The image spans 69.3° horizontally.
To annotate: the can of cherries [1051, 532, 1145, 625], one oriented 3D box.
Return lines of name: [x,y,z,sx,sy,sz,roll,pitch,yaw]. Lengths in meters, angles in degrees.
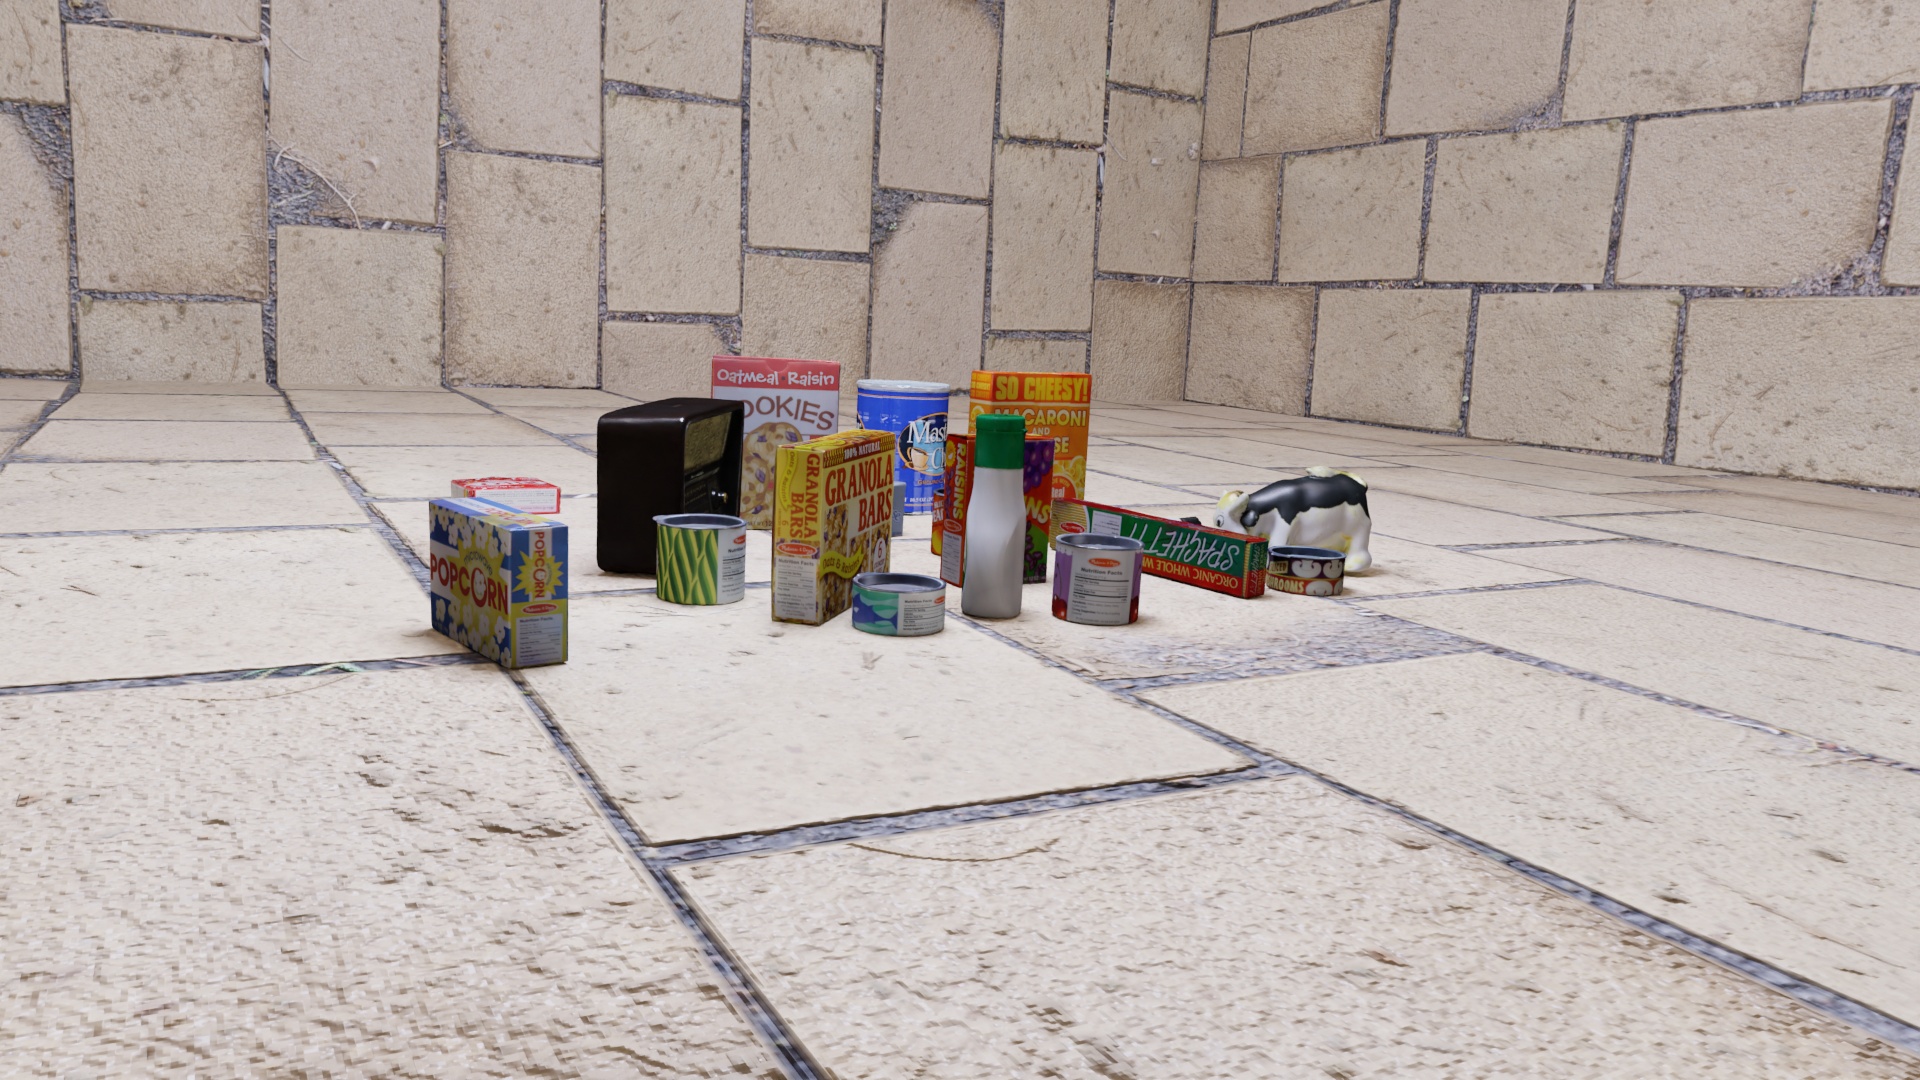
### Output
can of cherries: [0.102,0.028,1.037,0.071,0.058,0.071,3,9,0]

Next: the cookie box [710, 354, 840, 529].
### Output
cookie box: [-0.182,-0.095,1.353,0.123,0.167,0.040,1,9,-14]

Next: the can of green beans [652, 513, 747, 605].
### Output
can of green beans: [-0.192,0.013,1.031,0.071,0.057,0.071,3,9,0]

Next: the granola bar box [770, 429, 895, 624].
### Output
granola bar box: [-0.093,-0.015,1.032,0.039,0.124,0.166,5,9,14]

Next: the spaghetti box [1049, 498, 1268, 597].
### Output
spaghetti box: [0.170,0.004,1.233,0.029,0.050,0.250,-4,11,-37]

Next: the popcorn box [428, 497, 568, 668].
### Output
popcorn box: [-0.287,0.023,0.857,0.038,0.085,0.127,-5,12,-42]

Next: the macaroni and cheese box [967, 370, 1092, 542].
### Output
macaroni and cheese box: [0.064,-0.081,1.355,0.124,0.166,0.040,-3,11,-34]

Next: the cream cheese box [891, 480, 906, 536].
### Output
cream cheese box: [-0.097,-0.028,1.326,0.104,0.053,0.024,-6,13,-44]

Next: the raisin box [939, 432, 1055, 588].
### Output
raisin box: [0.030,-0.026,1.143,0.086,0.123,0.040,-2,10,-29]

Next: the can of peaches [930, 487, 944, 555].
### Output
can of peaches: [0.005,-0.016,1.272,0.071,0.058,0.071,3,9,0]

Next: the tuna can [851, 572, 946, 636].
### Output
tuna can: [-0.045,0.044,0.972,0.071,0.032,0.071,3,9,0]

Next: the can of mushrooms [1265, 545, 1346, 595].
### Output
can of mushrooms: [0.294,0.025,1.192,0.071,0.033,0.071,3,9,0]

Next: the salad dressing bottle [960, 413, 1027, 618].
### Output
salad dressing bottle: [0.026,-0.019,1.022,0.044,0.147,0.064,6,9,16]
